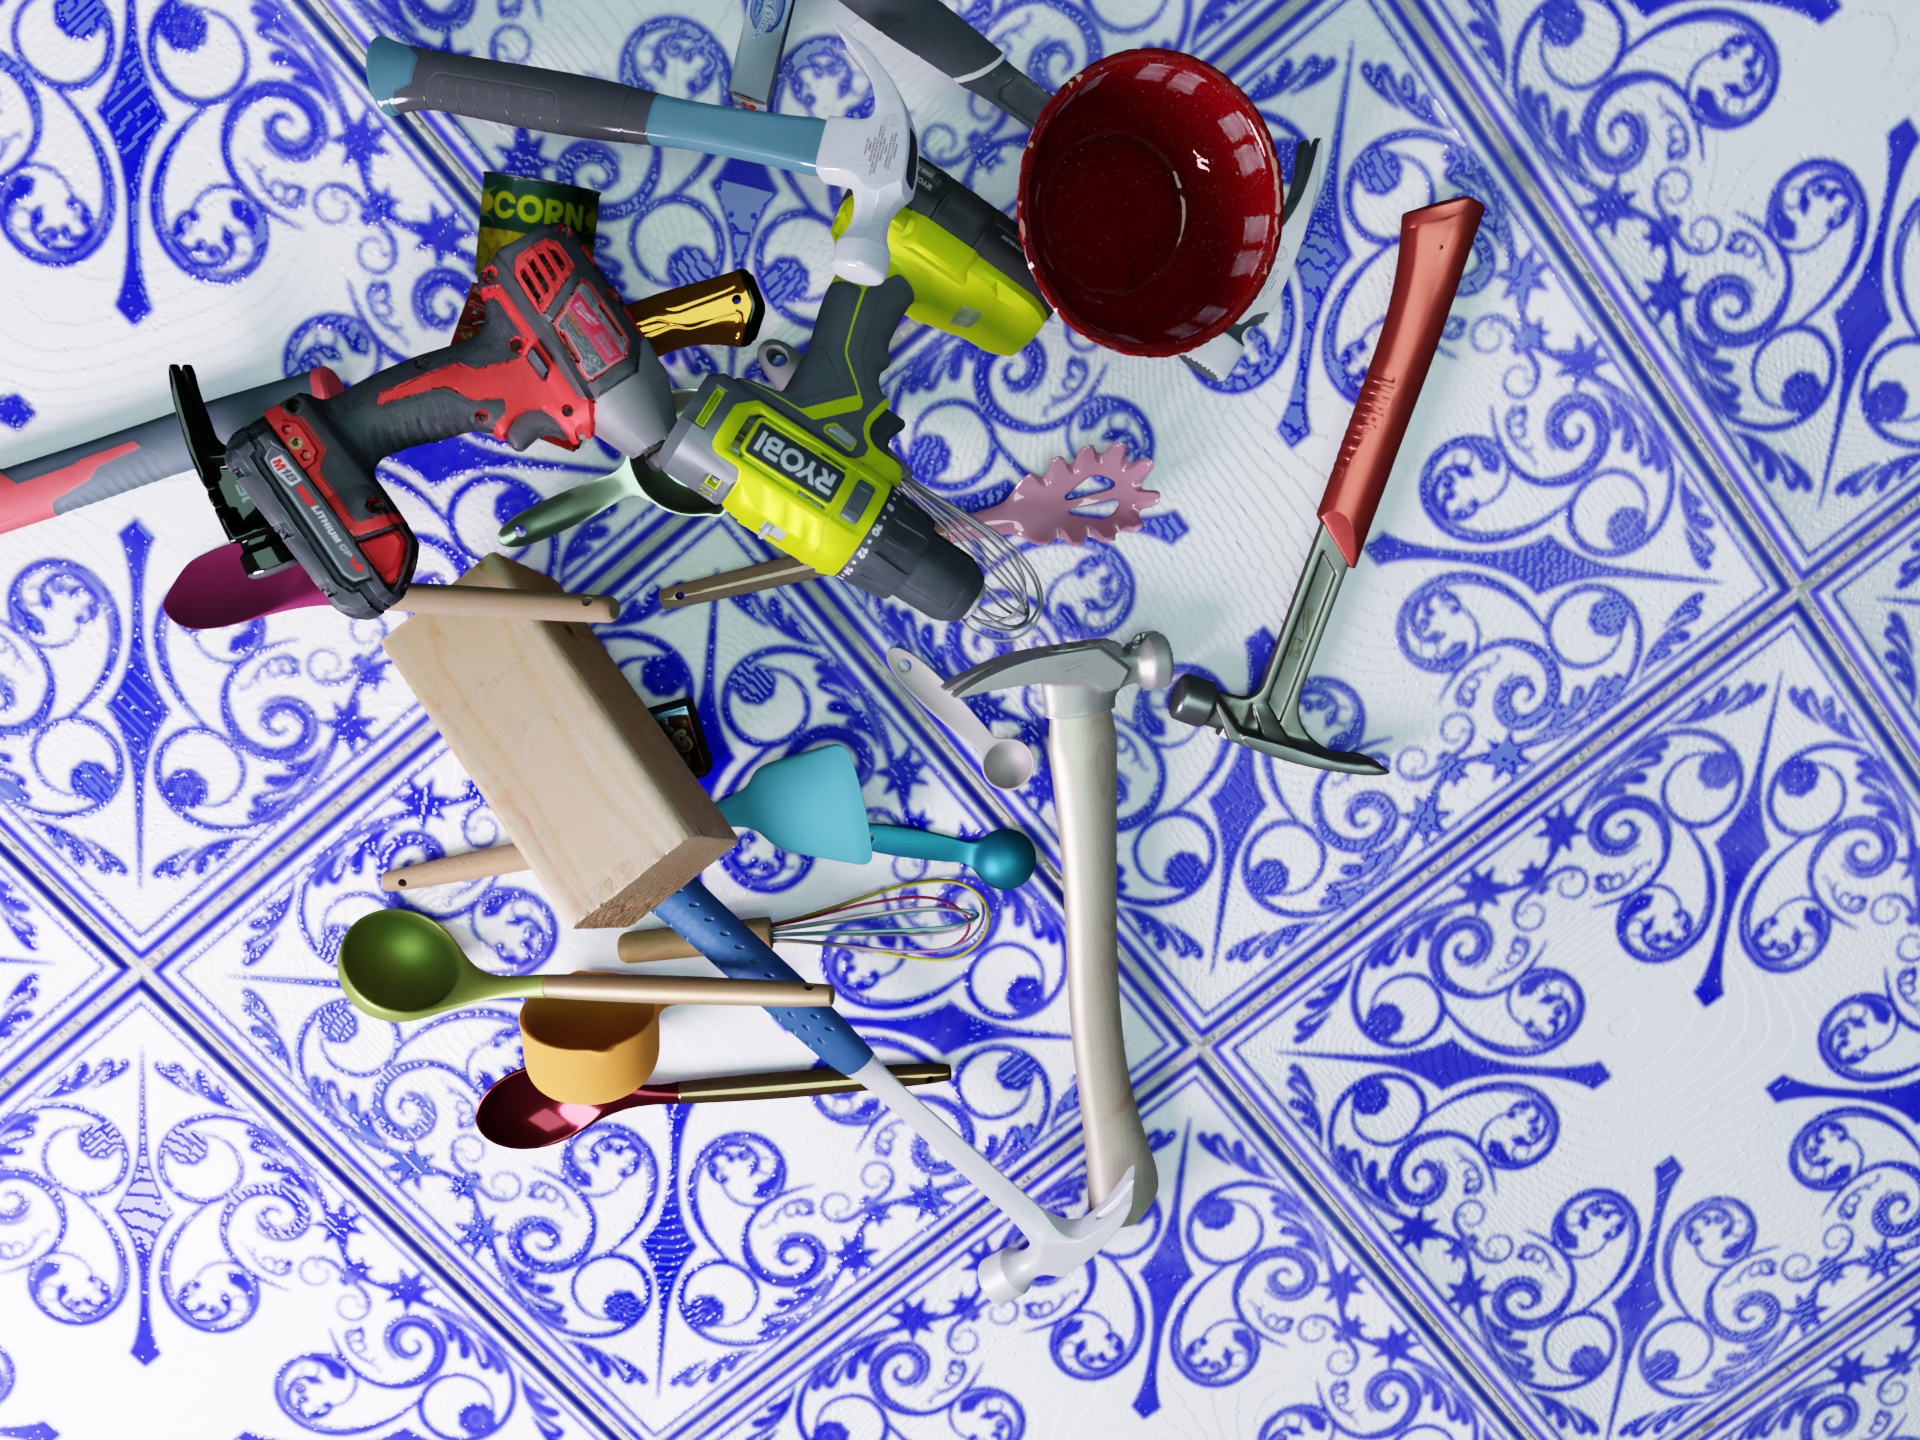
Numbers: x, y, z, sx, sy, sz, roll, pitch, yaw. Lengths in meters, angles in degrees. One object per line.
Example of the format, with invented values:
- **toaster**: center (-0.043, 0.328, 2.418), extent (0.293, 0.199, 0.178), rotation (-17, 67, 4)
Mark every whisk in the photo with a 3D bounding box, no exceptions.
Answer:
- **whisk**: center (-0.102, 0.141, 1.041), extent (0.245, 0.051, 0.047), rotation (-6, 109, 1)
- **whisk**: center (-0.040, -0.141, 0.955), extent (0.055, 0.055, 0.239), rotation (-44, 85, 7)

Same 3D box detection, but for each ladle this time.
- **ladle**: center (-0.163, 0.248, 1.070), extent (0.315, 0.031, 0.069), rotation (-3, 119, -5)
- **ladle**: center (-0.235, 0.157, 0.987), extent (0.320, 0.078, 0.062), rotation (0, 128, 12)

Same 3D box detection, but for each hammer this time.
- **hammer**: center (0.078, 0.151, 1.046), extent (0.146, 0.038, 0.410), rotation (-10, 106, -15)
- **hammer**: center (-0.180, -0.331, 0.872), extent (0.331, 0.033, 0.128), rotation (14, 86, 13)
- **hammer**: center (-0.276, -0.197, 0.917), extent (0.337, 0.034, 0.127), rotation (-20, 102, -2)
- **hammer**: center (0.031, -0.363, 0.901), extent (0.408, 0.036, 0.149), rotation (29, 98, -19)
- **hammer**: center (0.257, -0.145, 0.998), extent (0.149, 0.037, 0.359), rotation (16, 102, -7)
- **hammer**: center (-0.054, 0.226, 1.033), extent (0.144, 0.035, 0.405), rotation (-38, 106, 25)
- **hammer**: center (-0.558, -0.150, 0.944), extent (0.386, 0.038, 0.143), rotation (-19, 102, 1)

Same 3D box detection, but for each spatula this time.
- **spatula**: center (-0.217, 0.077, 1.017), extent (0.317, 0.044, 0.082), rotation (-11, 108, 0)

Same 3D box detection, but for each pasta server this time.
- **pasta server**: center (-0.034, -0.111, 0.987), extent (0.316, 0.040, 0.060), rotation (-13, 92, 1)

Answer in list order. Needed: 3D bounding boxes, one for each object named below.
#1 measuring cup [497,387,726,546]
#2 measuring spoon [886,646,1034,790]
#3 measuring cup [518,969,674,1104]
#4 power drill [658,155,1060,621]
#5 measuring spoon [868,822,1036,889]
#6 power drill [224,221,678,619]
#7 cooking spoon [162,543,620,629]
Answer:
- **measuring cup**: center (-0.203, -0.146, 0.969), extent (0.167, 0.038, 0.083), rotation (-24, 104, 4)
- **measuring spoon**: center (-0.002, -0.003, 1.029), extent (0.124, 0.018, 0.034), rotation (44, 93, -5)
- **measuring cup**: center (-0.199, 0.203, 1.039), extent (0.173, 0.095, 0.052), rotation (-6, 115, -22)
- **power drill**: center (-0.036, -0.183, 0.898), extent (0.190, 0.080, 0.228), rotation (31, 71, -13)
- **measuring spoon**: center (-0.012, 0.087, 1.042), extent (0.128, 0.021, 0.042), rotation (10, 103, -8)
- **power drill**: center (-0.264, -0.154, 0.862), extent (0.219, 0.078, 0.143), rotation (-36, 103, -9)
- **cooking spoon**: center (-0.333, -0.071, 0.914), extent (0.319, 0.069, 0.017), rotation (5, 148, 22)
